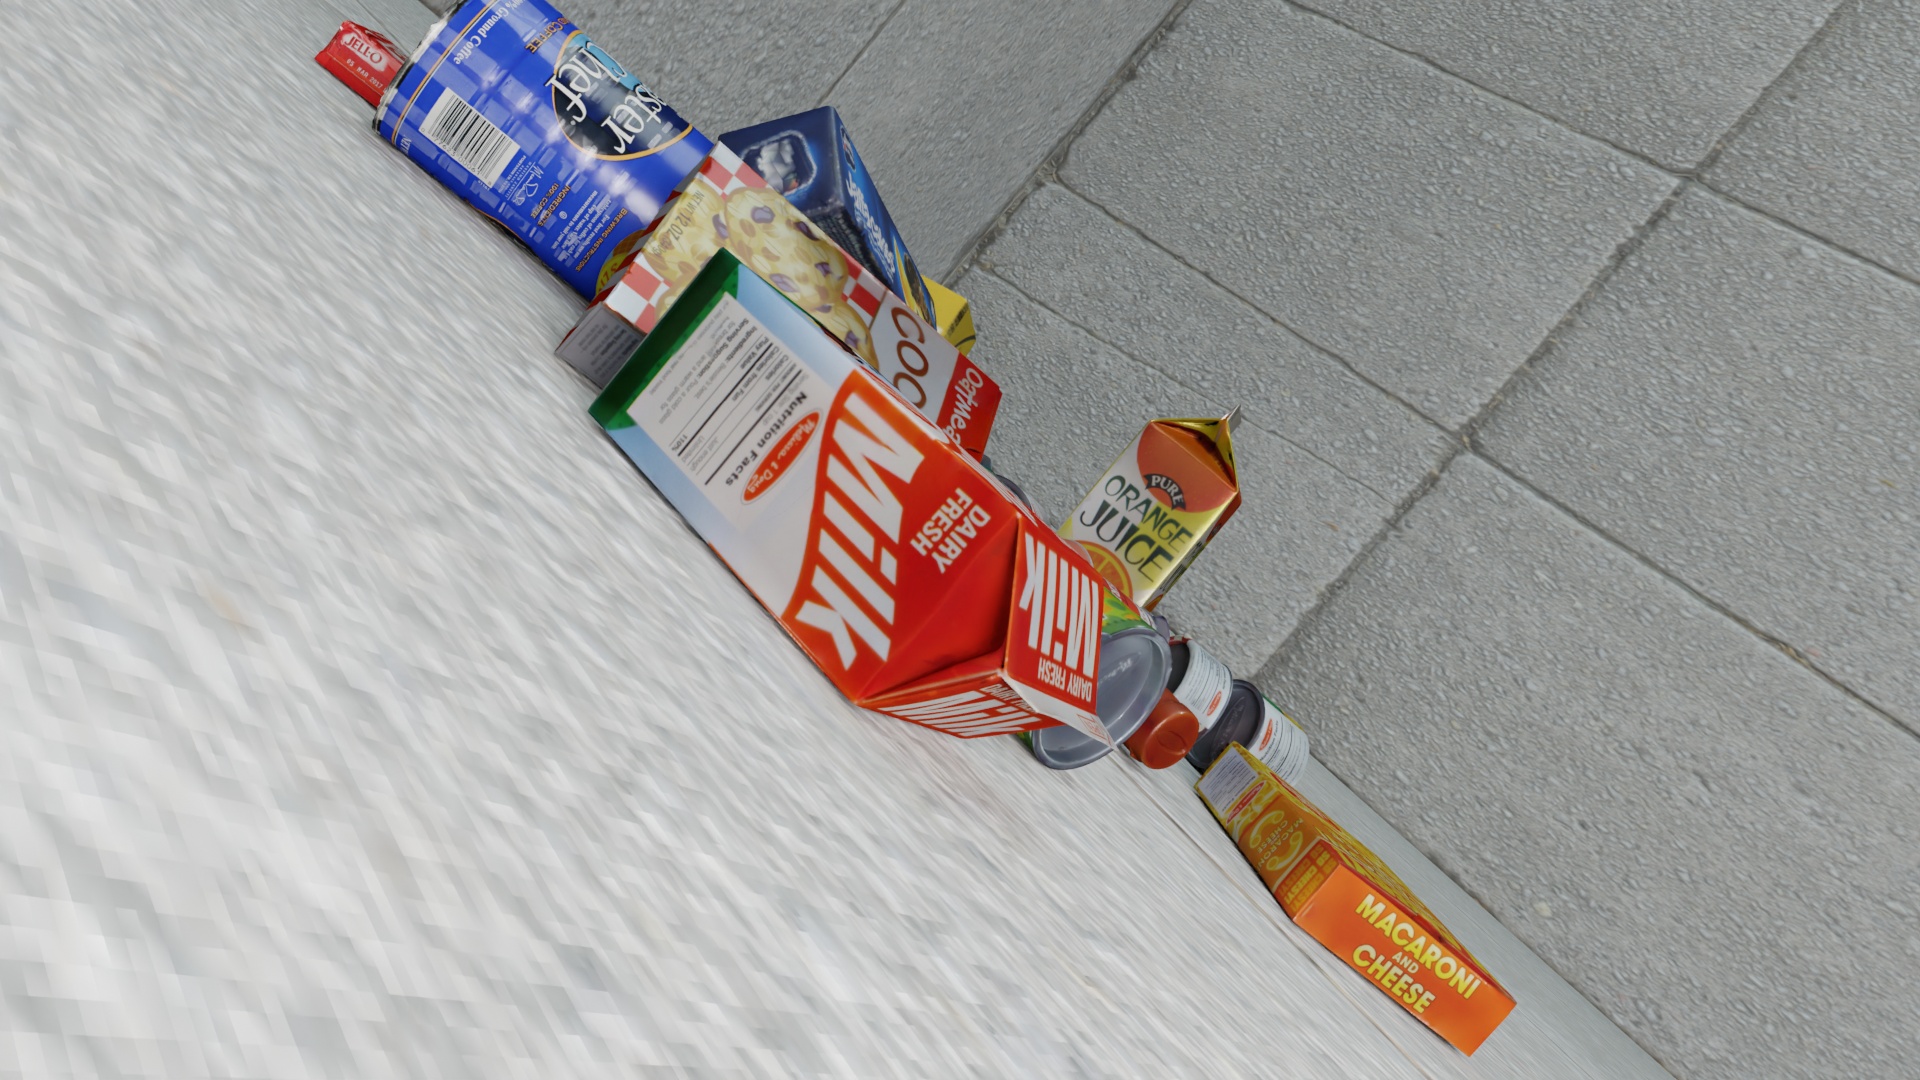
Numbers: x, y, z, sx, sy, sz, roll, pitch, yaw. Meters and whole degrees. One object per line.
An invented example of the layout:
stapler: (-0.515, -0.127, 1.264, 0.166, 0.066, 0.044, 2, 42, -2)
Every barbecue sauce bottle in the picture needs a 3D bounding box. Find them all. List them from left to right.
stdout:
barbecue sauce bottle: (0.071, 0.066, 0.755, 0.064, 0.043, 0.149, 38, 6, -43)

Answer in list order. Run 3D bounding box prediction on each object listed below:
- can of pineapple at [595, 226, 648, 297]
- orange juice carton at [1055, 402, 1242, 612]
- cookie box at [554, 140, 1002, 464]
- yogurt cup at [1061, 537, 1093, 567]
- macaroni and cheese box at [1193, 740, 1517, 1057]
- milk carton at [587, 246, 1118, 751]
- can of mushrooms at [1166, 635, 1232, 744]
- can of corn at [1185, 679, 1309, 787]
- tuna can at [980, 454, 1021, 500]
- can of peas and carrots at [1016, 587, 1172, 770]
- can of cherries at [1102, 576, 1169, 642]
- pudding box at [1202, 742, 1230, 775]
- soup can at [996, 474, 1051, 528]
can of pineapple: (-0.128, -0.105, 0.635, 0.071, 0.071, 0.058, 36, 5, -46)
orange juice carton: (0.115, -0.007, 0.878, 0.073, 0.192, 0.072, 41, 5, 14)
cookie box: (-0.064, -0.069, 0.573, 0.167, 0.040, 0.123, 39, 41, -20)
yogurt cup: (0.027, 0.021, 0.709, 0.054, 0.072, 0.072, 28, 10, -32)
macaroni and cheese box: (0.201, 0.181, 0.733, 0.123, 0.040, 0.167, 39, 5, -12)
milk carton: (-0.026, -0.003, 0.436, 0.191, 0.073, 0.072, 43, 5, 30)
can of mushrooms: (0.125, 0.092, 0.826, 0.033, 0.071, 0.071, 38, 5, -19)
can of corn: (0.190, 0.135, 0.935, 0.058, 0.071, 0.071, 39, 4, -33)
tuna can: (0.003, -0.009, 0.746, 0.071, 0.071, 0.033, 37, 6, -43)
can of peas and carrots: (0.037, 0.044, 0.537, 0.059, 0.071, 0.071, 43, 5, 40)
can of cherries: (0.049, 0.042, 0.624, 0.058, 0.071, 0.072, 38, 5, -34)
pudding box: (0.190, 0.165, 0.858, 0.084, 0.030, 0.049, 41, 3, 7)
soup can: (0.019, -0.005, 0.894, 0.071, 0.071, 0.084, 41, 3, 13)
